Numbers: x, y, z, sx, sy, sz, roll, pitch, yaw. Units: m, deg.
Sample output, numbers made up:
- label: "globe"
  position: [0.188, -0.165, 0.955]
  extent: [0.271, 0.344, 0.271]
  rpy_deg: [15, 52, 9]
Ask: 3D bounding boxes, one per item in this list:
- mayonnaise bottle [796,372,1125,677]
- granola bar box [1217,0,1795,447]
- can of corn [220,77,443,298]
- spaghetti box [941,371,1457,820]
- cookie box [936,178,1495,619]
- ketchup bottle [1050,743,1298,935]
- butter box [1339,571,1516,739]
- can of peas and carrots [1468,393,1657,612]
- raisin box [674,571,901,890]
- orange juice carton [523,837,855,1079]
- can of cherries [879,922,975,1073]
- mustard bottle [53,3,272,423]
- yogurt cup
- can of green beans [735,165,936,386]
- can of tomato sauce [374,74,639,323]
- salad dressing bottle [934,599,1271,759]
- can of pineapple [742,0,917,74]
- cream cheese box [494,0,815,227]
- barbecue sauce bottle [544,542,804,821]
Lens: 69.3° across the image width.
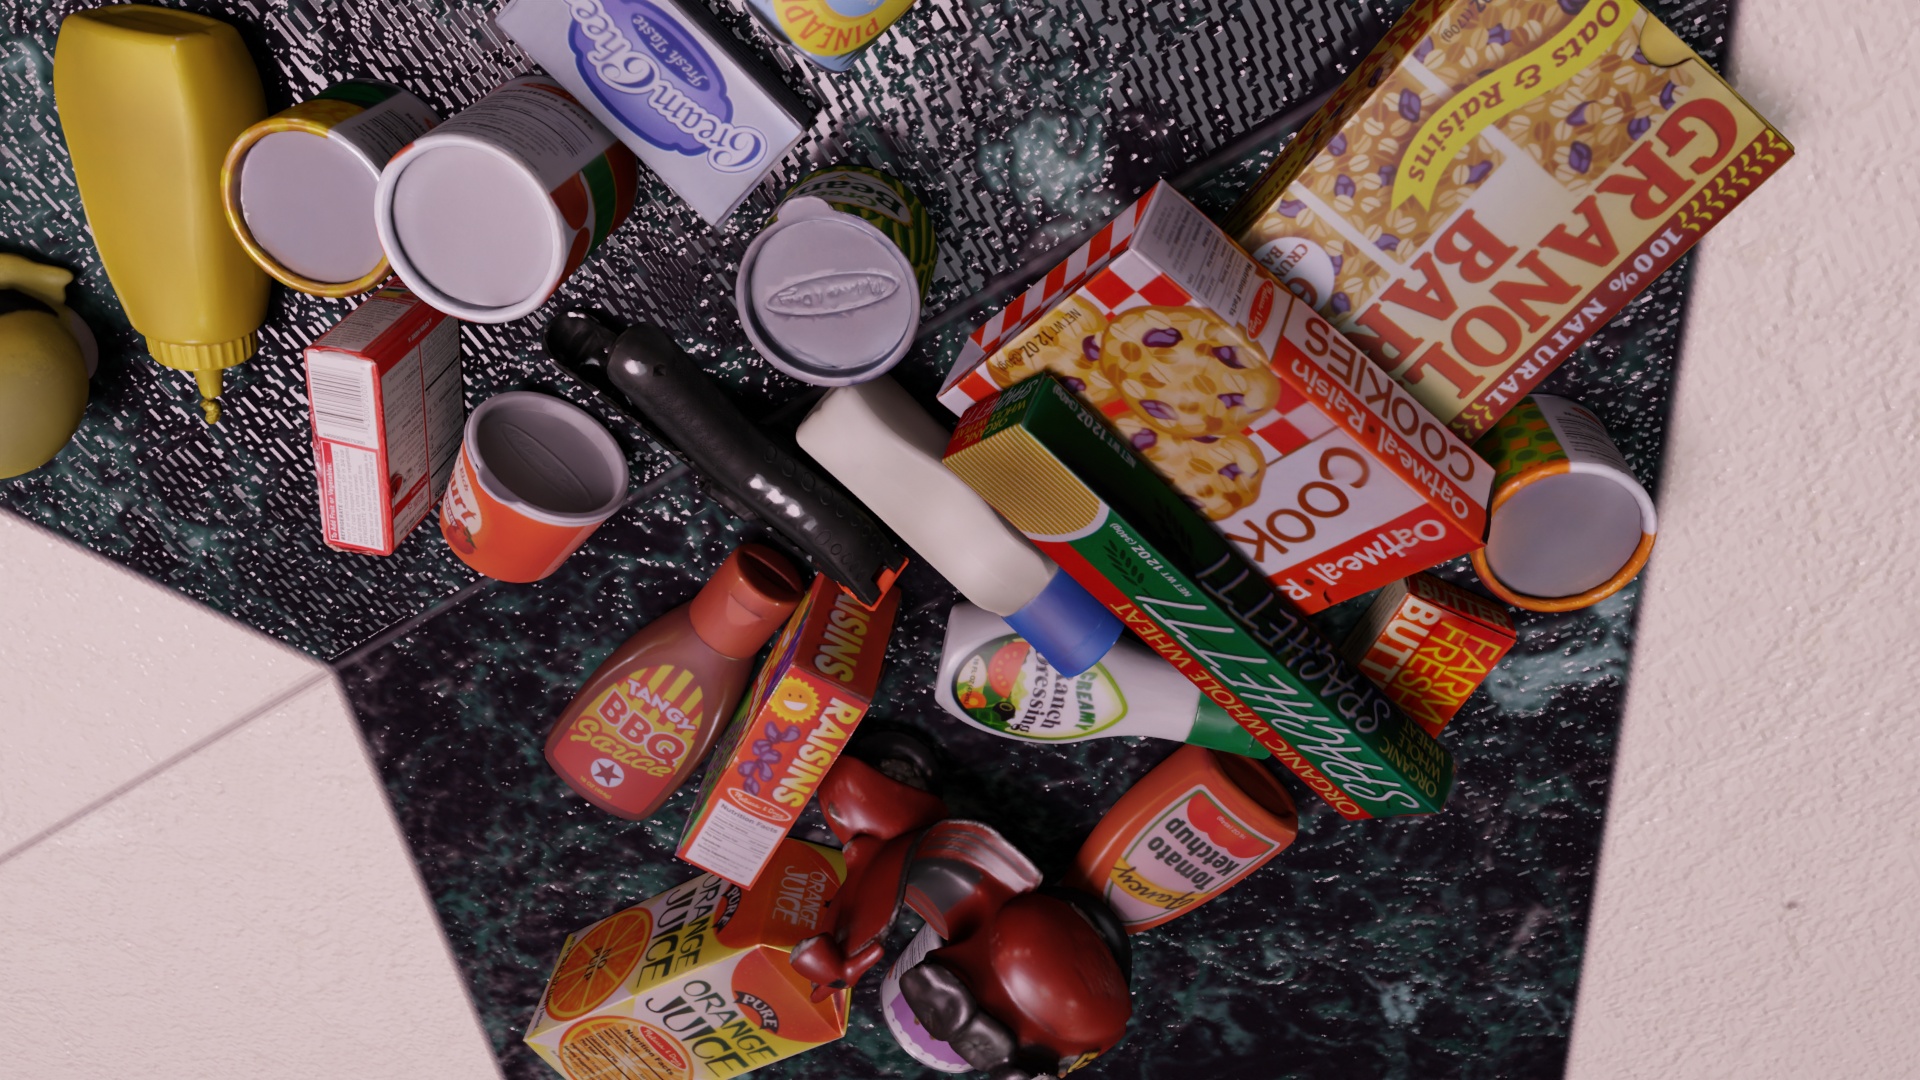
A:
- label: "mayonnaise bottle"
  position: [0.002, -0.007, 0.549]
  extent: [0.148, 0.065, 0.041]
  rpy_deg: [44, 106, -10]
- label: "granola bar box"
  position: [0.178, -0.115, 0.490]
  extent: [0.124, 0.039, 0.165]
  rpy_deg: [34, 118, -14]
- label: "can of corn"
  position: [-0.228, -0.129, 0.511]
  extent: [0.071, 0.058, 0.070]
  rpy_deg: [2, 121, 4]
- label: "spaghetti box"
  position: [0.099, 0.031, 0.540]
  extent: [0.249, 0.029, 0.050]
  rpy_deg: [41, 147, -20]
- label: "cookie box"
  position: [0.092, -0.038, 0.515]
  extent: [0.167, 0.040, 0.122]
  rpy_deg: [37, 145, -16]
- label: "ketchup bottle"
  position: [0.086, 0.154, 0.658]
  extent: [0.064, 0.044, 0.148]
  rpy_deg: [39, 118, -13]
- label: "butter box"
  position: [0.188, 0.063, 0.604]
  extent: [0.053, 0.024, 0.103]
  rpy_deg: [23, 120, -7]
- label: "can of peas and carrots"
  position: [0.223, -0.013, 0.535]
  extent: [0.071, 0.059, 0.070]
  rpy_deg: [3, 121, 5]
- label: "raisin box"
  position: [-0.073, 0.079, 0.604]
  extent: [0.040, 0.086, 0.122]
  rpy_deg: [28, 120, -9]
- label: "orange juice carton"
  position: [-0.116, 0.215, 0.698]
  extent: [0.192, 0.072, 0.073]
  rpy_deg: [-27, 115, 20]
- label: "can of cherries"
  position: [0.004, 0.221, 0.692]
  extent: [0.071, 0.072, 0.058]
  rpy_deg: [27, 119, -11]
- label: "mustard bottle"
  position: [-0.296, -0.118, 0.530]
  extent: [0.065, 0.049, 0.159]
  rpy_deg: [16, 123, 9]
- label: "yogurt cup"
  position: [-0.178, -0.019, 0.570]
  extent: [0.072, 0.073, 0.053]
  rpy_deg: [33, 127, -14]
- label: "can of green beans"
  position: [-0.044, -0.098, 0.511]
  extent: [0.071, 0.058, 0.071]
  rpy_deg: [3, 121, 4]
- label: "can of tomato sauce"
  position: [-0.159, -0.121, 0.495]
  extent: [0.071, 0.083, 0.070]
  rpy_deg: [3, 121, 4]
- label: "salad dressing bottle"
  position: [0.065, 0.063, 0.605]
  extent: [0.148, 0.044, 0.064]
  rpy_deg: [11, 114, -1]
- label: "can of pineapple"
  position: [-0.040, -0.194, 0.447]
  extent: [0.057, 0.071, 0.071]
  rpy_deg: [-37, 111, 24]
- label: "cream cheese box"
  position: [-0.107, -0.168, 0.496]
  extent: [0.053, 0.024, 0.103]
  rpy_deg: [-39, 110, 25]
- label: "barbecue sauce bottle"
  position: [-0.125, 0.062, 0.624]
  extent: [0.065, 0.044, 0.148]
  rpy_deg: [38, 117, -9]
